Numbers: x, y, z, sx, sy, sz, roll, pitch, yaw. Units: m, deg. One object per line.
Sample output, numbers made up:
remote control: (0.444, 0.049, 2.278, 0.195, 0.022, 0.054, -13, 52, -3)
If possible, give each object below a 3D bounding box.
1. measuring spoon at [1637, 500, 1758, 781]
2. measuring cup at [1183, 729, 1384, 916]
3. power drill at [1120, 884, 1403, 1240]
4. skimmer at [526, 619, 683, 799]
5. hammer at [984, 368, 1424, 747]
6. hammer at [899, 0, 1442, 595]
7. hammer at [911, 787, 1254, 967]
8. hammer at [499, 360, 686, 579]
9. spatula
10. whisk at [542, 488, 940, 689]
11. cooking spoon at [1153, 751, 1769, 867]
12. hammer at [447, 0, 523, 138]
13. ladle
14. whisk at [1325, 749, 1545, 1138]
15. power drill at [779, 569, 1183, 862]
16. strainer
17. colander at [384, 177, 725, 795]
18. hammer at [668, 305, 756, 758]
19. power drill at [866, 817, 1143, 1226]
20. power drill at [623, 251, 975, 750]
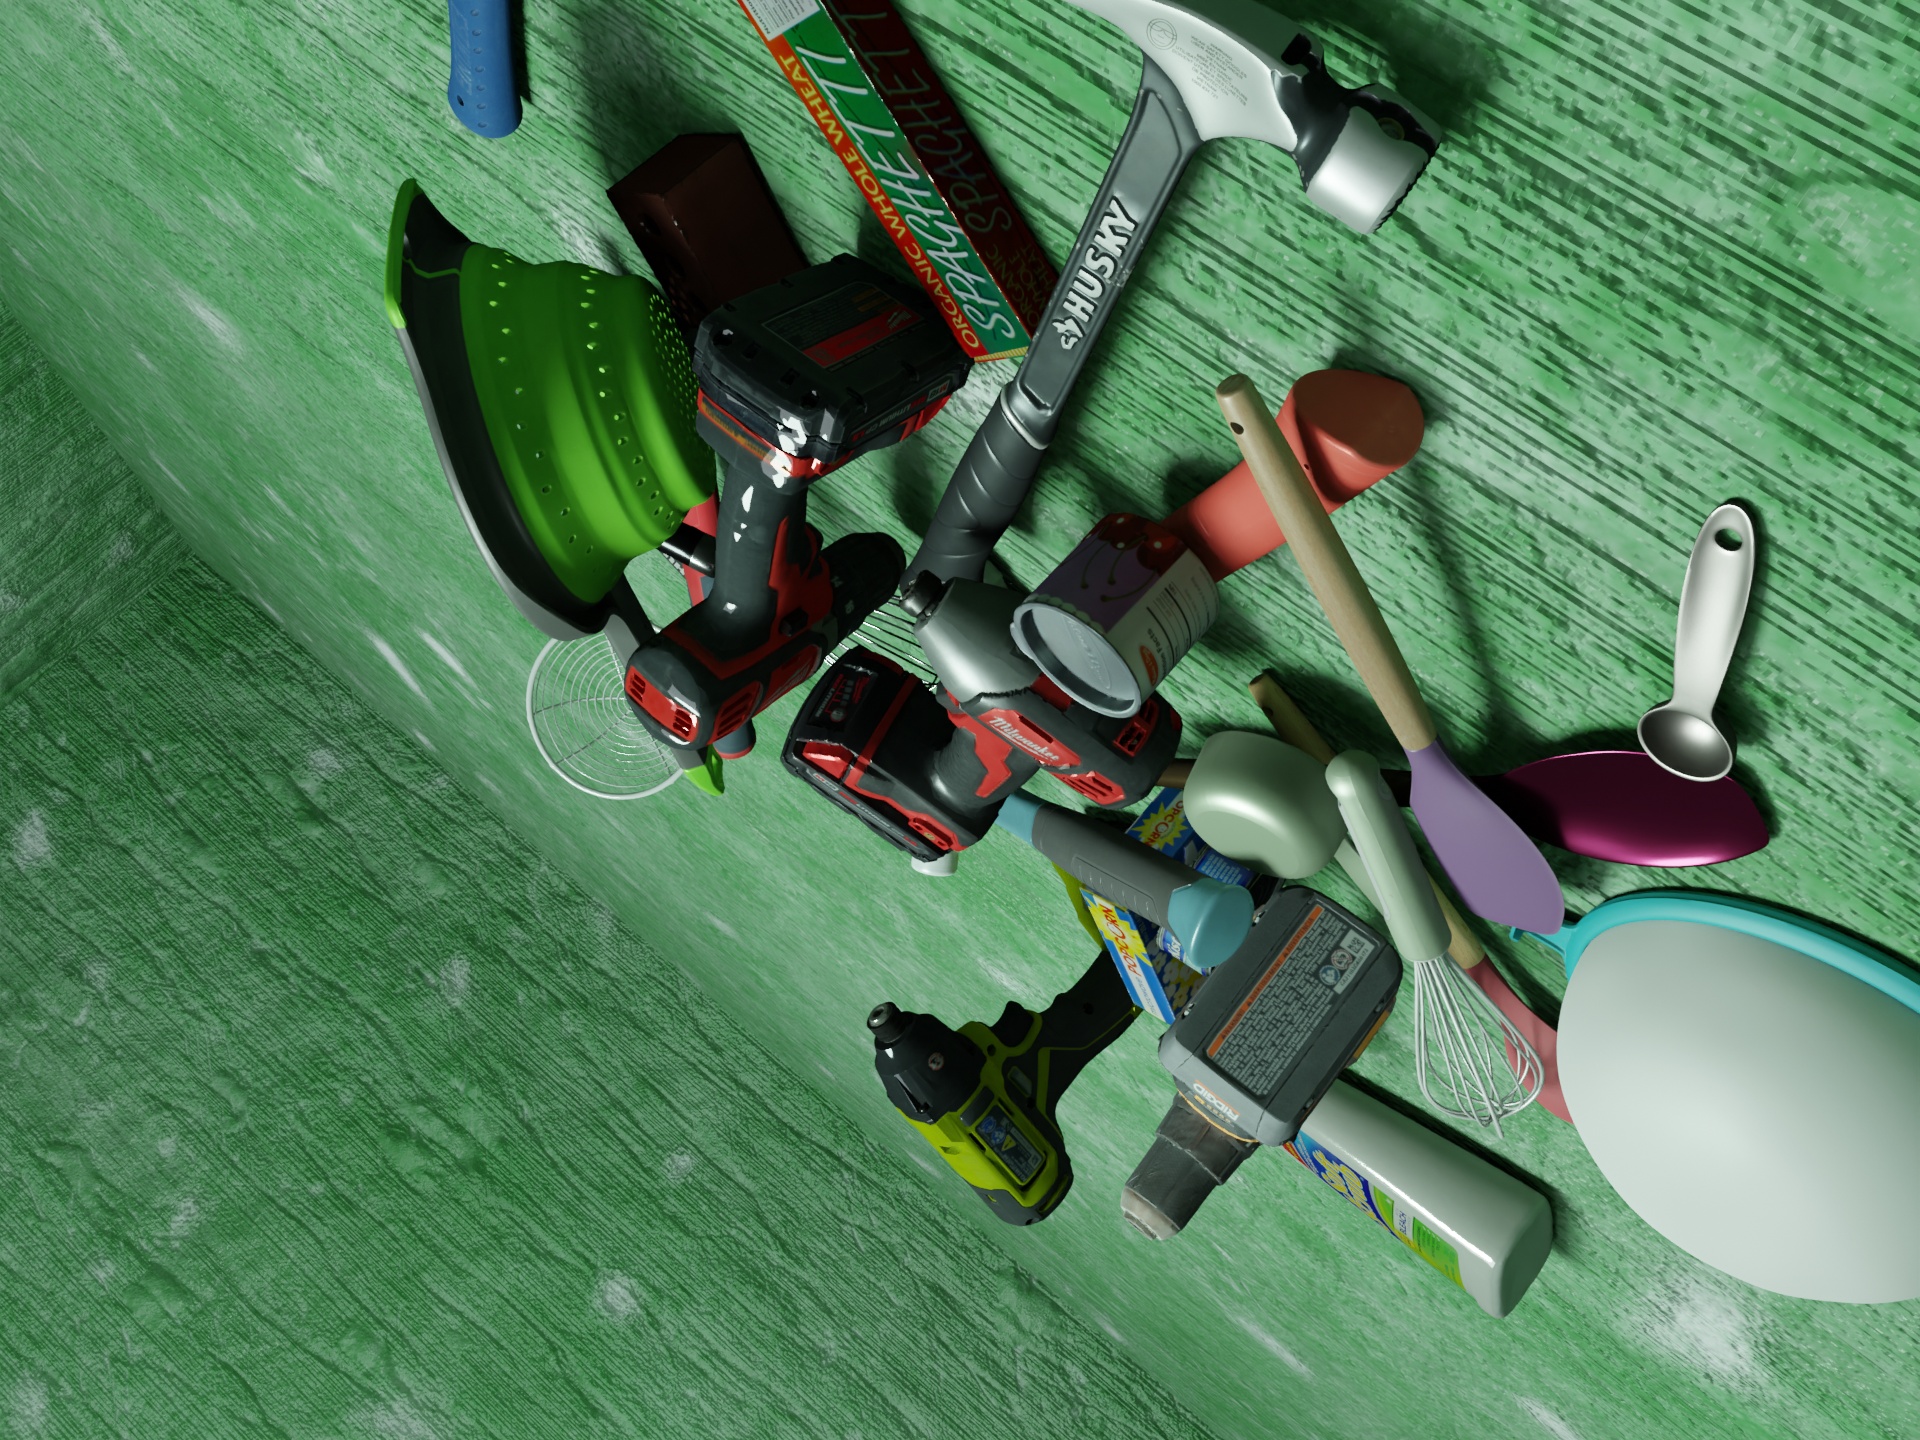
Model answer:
measuring spoon: (0.253, -0.027, 0.534, 0.034, 0.018, 0.124, 28, 148, 34)
measuring cup: (0.168, 0.070, 0.743, 0.167, 0.038, 0.083, 44, 155, -23)
power drill: (0.152, 0.195, 0.865, 0.084, 0.185, 0.226, 36, 166, 17)
skimmer: (-0.230, -0.094, 0.989, 0.127, 0.090, 0.363, 8, 141, 4)
hammer: (0.098, -0.061, 0.710, 0.149, 0.037, 0.359, 45, 160, -5)
hammer: (0.026, -0.132, 0.623, 0.149, 0.036, 0.408, 35, 157, 0)
hammer: (0.054, 0.063, 0.868, 0.331, 0.033, 0.128, -155, 70, -63)
hammer: (-0.246, -0.167, 1.127, 0.334, 0.035, 0.146, 47, 158, -10)
spatula: (0.171, -0.010, 0.616, 0.060, 0.018, 0.315, 12, 148, 49)
whisk: (-0.116, -0.082, 0.921, 0.284, 0.070, 0.070, 27, 159, -2)
cooking spoon: (0.193, 0.029, 0.704, 0.319, 0.017, 0.068, 2, 139, 51)
hammer: (-0.197, -0.370, 0.640, 0.144, 0.035, 0.405, 43, 159, 1)
ladle: (0.238, 0.098, 0.781, 0.315, 0.031, 0.069, 50, 151, -13)
whisk: (0.215, 0.107, 0.732, 0.059, 0.058, 0.246, -18, 122, 20)
power drill: (-0.001, -0.003, 0.789, 0.143, 0.078, 0.219, 36, 155, -15)
strainer: (0.359, 0.171, 0.606, 0.211, 0.095, 0.340, 48, 160, -14)
colander: (-0.158, -0.096, 0.820, 0.396, 0.094, 0.205, 71, -175, -49)
hammer: (-0.153, -0.093, 1.022, 0.143, 0.038, 0.386, 33, 148, 22)
power drill: (0.053, 0.173, 0.978, 0.171, 0.223, 0.080, 52, 157, -24)
power drill: (-0.068, -0.103, 0.764, 0.080, 0.188, 0.226, 37, 134, 14)
